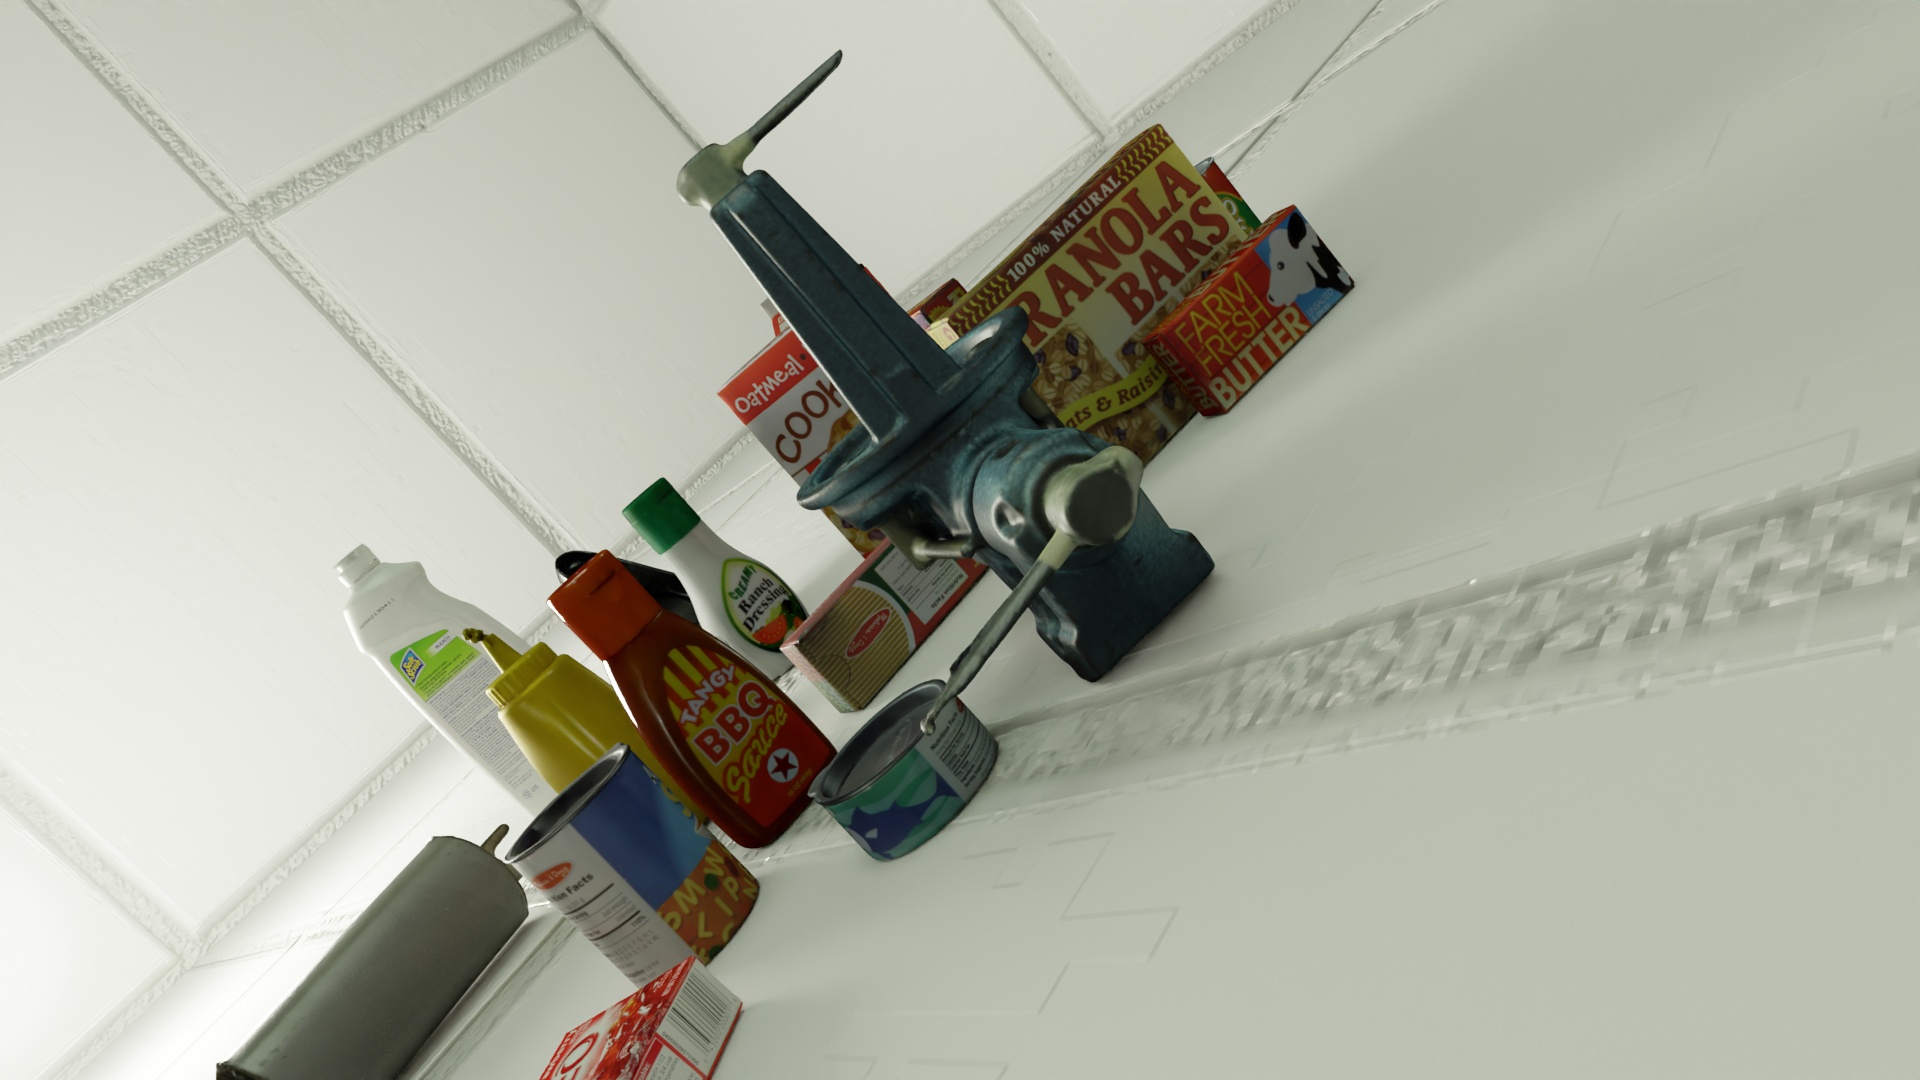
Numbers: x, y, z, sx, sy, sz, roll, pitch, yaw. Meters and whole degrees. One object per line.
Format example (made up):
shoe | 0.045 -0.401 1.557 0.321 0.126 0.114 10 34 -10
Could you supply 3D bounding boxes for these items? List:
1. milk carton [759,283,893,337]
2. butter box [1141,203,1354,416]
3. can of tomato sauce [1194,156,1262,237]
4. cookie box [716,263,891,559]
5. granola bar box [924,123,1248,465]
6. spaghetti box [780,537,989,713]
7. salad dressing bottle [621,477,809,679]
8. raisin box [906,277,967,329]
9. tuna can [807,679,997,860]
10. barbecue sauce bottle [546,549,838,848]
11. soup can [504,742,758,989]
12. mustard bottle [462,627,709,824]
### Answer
milk carton | -0.058 -0.117 1.001 0.072 0.190 0.074 -36 12 23
butter box | 0.143 -0.114 0.689 0.104 0.053 0.024 -44 12 -13
can of tomato sauce | 0.146 -0.170 0.812 0.071 0.083 0.071 -39 12 10
cookie box | -0.053 -0.070 0.870 0.122 0.167 0.040 -34 14 32
granola bar box | 0.080 -0.115 0.720 0.166 0.124 0.039 -45 12 -19
spaghetti box | 0.003 -0.010 0.763 0.251 0.050 0.028 -47 13 -28
salad dressing bottle | -0.159 0.025 0.910 0.044 0.147 0.064 -29 17 47
raisin box | 0.006 -0.104 0.916 0.040 0.123 0.086 -47 13 -25
tuna can | -0.022 0.088 0.529 0.071 0.033 0.071 -39 12 10
barbecue sauce bottle | -0.126 0.070 0.639 0.065 0.148 0.043 -49 14 -33
soup can | -0.135 0.137 0.584 0.071 0.083 0.071 -39 12 10
mustard bottle | -0.200 0.101 0.734 0.065 0.160 0.049 -33 14 36
